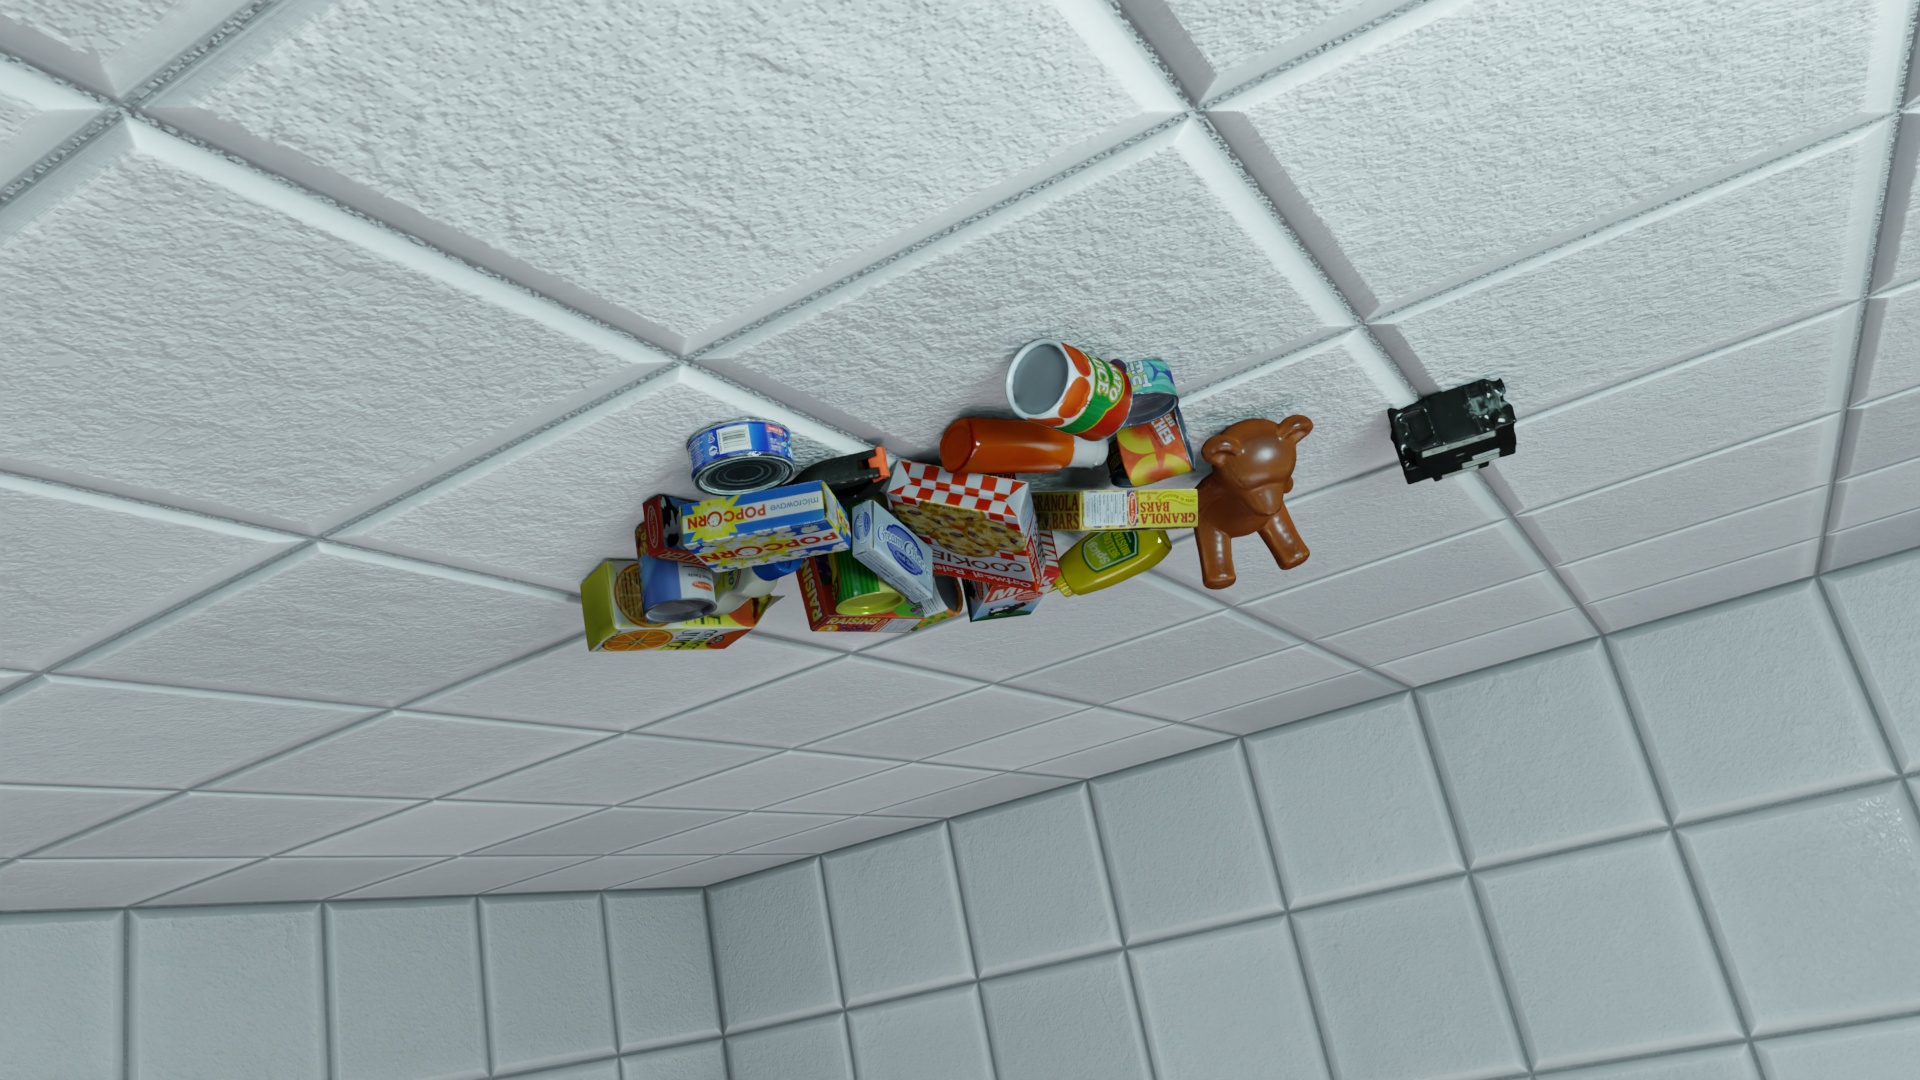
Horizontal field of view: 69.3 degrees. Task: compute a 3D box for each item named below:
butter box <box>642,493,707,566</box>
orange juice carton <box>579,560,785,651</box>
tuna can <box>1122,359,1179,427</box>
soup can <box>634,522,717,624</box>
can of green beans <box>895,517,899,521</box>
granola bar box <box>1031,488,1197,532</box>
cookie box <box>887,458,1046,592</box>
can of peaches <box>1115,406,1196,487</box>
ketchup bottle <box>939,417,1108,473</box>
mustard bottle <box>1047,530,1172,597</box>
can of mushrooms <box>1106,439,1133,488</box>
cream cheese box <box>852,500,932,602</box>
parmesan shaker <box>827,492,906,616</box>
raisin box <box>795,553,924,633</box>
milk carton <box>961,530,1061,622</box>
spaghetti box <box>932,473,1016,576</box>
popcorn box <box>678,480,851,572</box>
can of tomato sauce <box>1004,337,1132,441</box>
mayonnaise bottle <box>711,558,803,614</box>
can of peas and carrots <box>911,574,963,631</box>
[{"bbox_3d":[-0.237,-0.006,1.248,0.024,0.053,0.103,-22,159,32],"label":"butter box"},{"bbox_3d":[-0.277,0.067,1.403,0.193,0.073,0.071,2,157,-37],"label":"orange juice carton"},{"bbox_3d":[0.147,-0.124,1.168,0.071,0.033,0.071,-11,161,-4],"label":"tuna can"},{"bbox_3d":[-0.265,0.027,1.279,0.071,0.084,0.071,-10,161,-4],"label":"soup can"},{"bbox_3d":[-0.075,0.013,1.381,0.058,0.071,0.071,-13,161,3],"label":"can of green beans"},{"bbox_3d":[0.130,-0.029,1.330,0.124,0.039,0.165,-2,-178,-24],"label":"granola bar box"},{"bbox_3d":[0.010,-0.012,1.295,0.123,0.040,0.166,11,157,15],"label":"cookie box"},{"bbox_3d":[0.173,-0.087,1.243,0.058,0.071,0.071,-16,161,15],"label":"can of peaches"},{"bbox_3d":[0.060,-0.082,1.220,0.149,0.043,0.064,-1,162,-29],"label":"ketchup bottle"},{"bbox_3d":[0.150,0.024,1.519,0.160,0.065,0.049,-30,153,15],"label":"mustard bottle"},{"bbox_3d":[0.170,-0.077,1.318,0.071,0.033,0.071,-11,162,-3],"label":"can of mushrooms"},{"bbox_3d":[-0.060,0.011,1.263,0.024,0.053,0.103,-20,143,24],"label":"cream cheese box"},{"bbox_3d":[-0.092,0.013,1.312,0.071,0.103,0.071,-10,161,-3],"label":"parmesan shaker"},{"bbox_3d":[-0.105,0.050,1.437,0.123,0.086,0.040,4,149,-40],"label":"raisin box"},{"bbox_3d":[0.054,0.024,1.481,0.073,0.072,0.189,-7,161,-13],"label":"milk carton"},{"bbox_3d":[0.005,-0.018,1.398,0.050,0.029,0.249,-7,161,-14],"label":"spaghetti box"},{"bbox_3d":[-0.165,-0.011,1.185,0.127,0.038,0.085,-10,162,6],"label":"popcorn box"},{"bbox_3d":[0.087,-0.120,1.094,0.071,0.071,0.083,-25,156,35],"label":"can of tomato sauce"},{"bbox_3d":[-0.204,0.028,1.324,0.041,0.065,0.147,6,163,-39],"label":"mayonnaise bottle"},{"bbox_3d":[-0.037,0.060,1.545,0.058,0.071,0.071,-21,159,24],"label":"can of peas and carrots"}]
